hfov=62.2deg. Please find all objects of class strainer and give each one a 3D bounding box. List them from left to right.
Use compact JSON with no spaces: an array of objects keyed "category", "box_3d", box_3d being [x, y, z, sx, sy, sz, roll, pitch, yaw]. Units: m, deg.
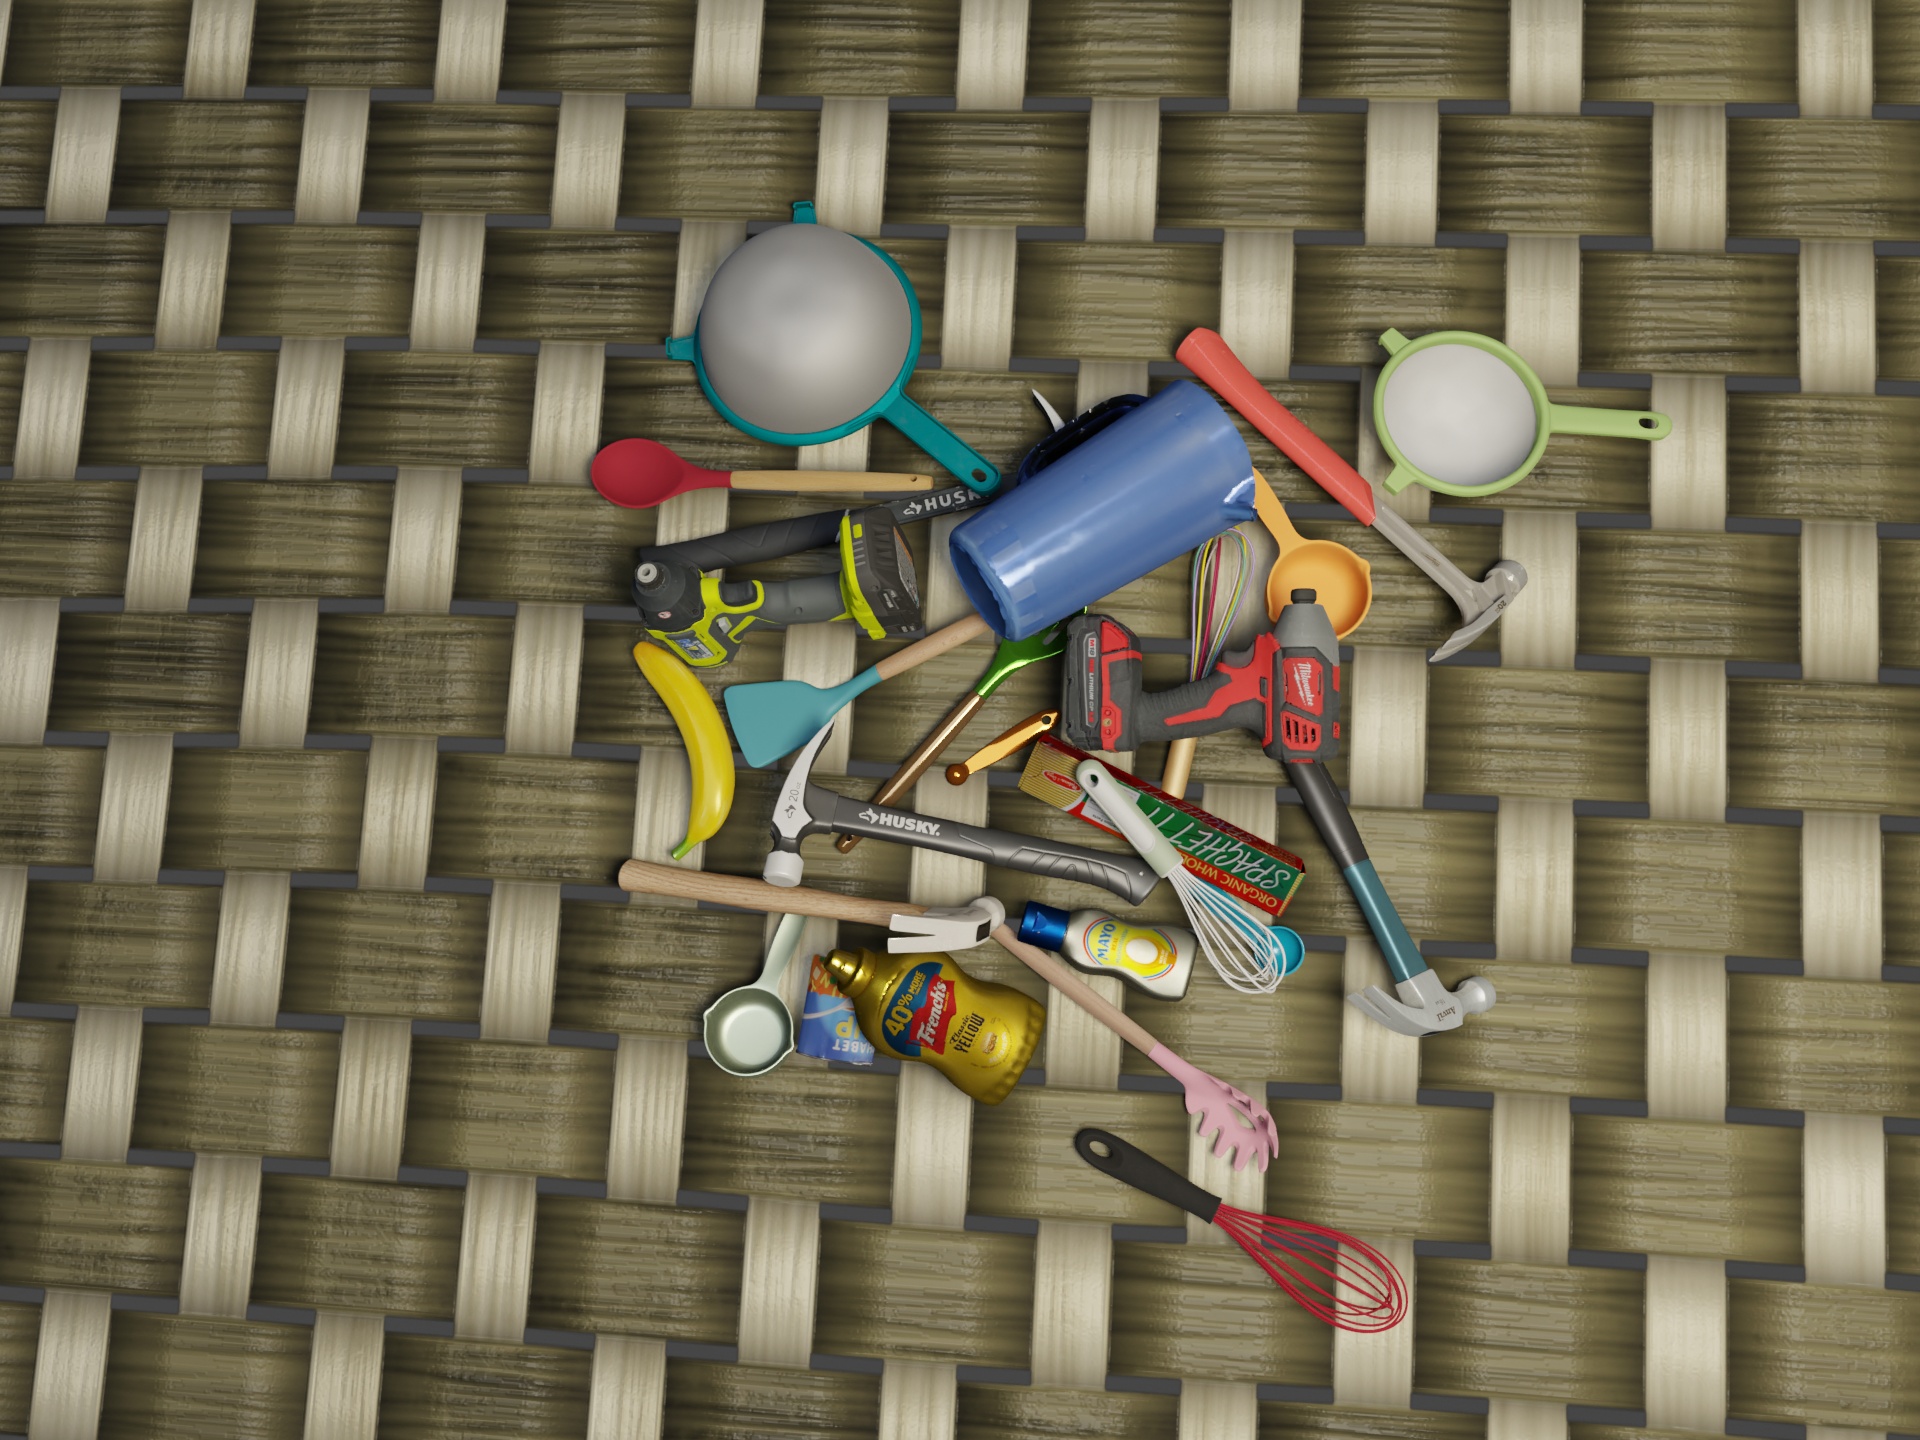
[{"category":"strainer","box_3d":[-0.098,-0.315,1.381,0.340,0.095,0.211,41,85,16]},{"category":"strainer","box_3d":[0.472,-0.249,1.365,0.256,0.069,0.151,3,75,-3]}]

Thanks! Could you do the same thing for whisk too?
[{"category":"whisk","box_3d":[0.180,0.129,1.320,0.058,0.059,0.246,-42,86,21]},{"category":"whisk","box_3d":[0.205,-0.051,1.373,0.051,0.047,0.245,13,88,22]},{"category":"whisk","box_3d":[0.228,0.415,1.311,0.296,0.073,0.073,26,86,13]}]

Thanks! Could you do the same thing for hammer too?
[{"category":"hammer","box_3d":[-0.137,0.153,1.343,0.331,0.130,0.031,6,95,17]},{"category":"hammer","box_3d":[-0.086,-0.183,1.415,0.409,0.036,0.149,-12,81,3]},{"category":"hammer","box_3d":[0.010,0.098,1.346,0.334,0.035,0.146,12,65,-5]},{"category":"hammer","box_3d":[0.317,-0.204,1.358,0.359,0.036,0.149,45,50,13]},{"category":"hammer","box_3d":[0.325,0.108,1.330,0.128,0.033,0.331,-15,73,-34]}]

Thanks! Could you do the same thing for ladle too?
[{"category":"ladle","box_3d":[-0.177,-0.214,1.407,0.315,0.031,0.069,4,73,14]}]

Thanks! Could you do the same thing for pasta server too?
[{"category":"pasta server","box_3d":[0.137,0.264,1.343,0.316,0.040,0.060,37,124,9]}]

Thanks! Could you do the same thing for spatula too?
[{"category":"spatula","box_3d":[-0.051,-0.055,1.381,0.317,0.044,0.082,-26,67,8]}]

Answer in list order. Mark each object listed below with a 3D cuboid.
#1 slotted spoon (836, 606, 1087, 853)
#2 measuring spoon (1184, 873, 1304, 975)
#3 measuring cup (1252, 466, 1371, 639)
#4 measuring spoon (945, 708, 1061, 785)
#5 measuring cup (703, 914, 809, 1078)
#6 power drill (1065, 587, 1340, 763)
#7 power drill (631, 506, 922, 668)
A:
[{"category":"slotted spoon","box_3d":[-0.002,-0.004,1.392,0.070,0.031,0.314,41,90,13]},{"category":"measuring spoon","box_3d":[0.239,0.168,1.360,0.129,0.021,0.042,39,100,17]},{"category":"measuring cup","box_3d":[0.284,-0.143,1.373,0.095,0.052,0.174,-29,80,1]},{"category":"measuring spoon","box_3d":[0.038,0.022,1.392,0.117,0.011,0.021,-31,82,0]},{"category":"measuring cup","box_3d":[-0.163,0.230,1.378,0.083,0.038,0.168,19,68,9]},{"category":"power drill","box_3d":[0.202,-0.038,1.317,0.220,0.078,0.143,1,89,16]},{"category":"power drill","box_3d":[-0.154,-0.108,1.333,0.223,0.171,0.080,-10,72,7]}]
